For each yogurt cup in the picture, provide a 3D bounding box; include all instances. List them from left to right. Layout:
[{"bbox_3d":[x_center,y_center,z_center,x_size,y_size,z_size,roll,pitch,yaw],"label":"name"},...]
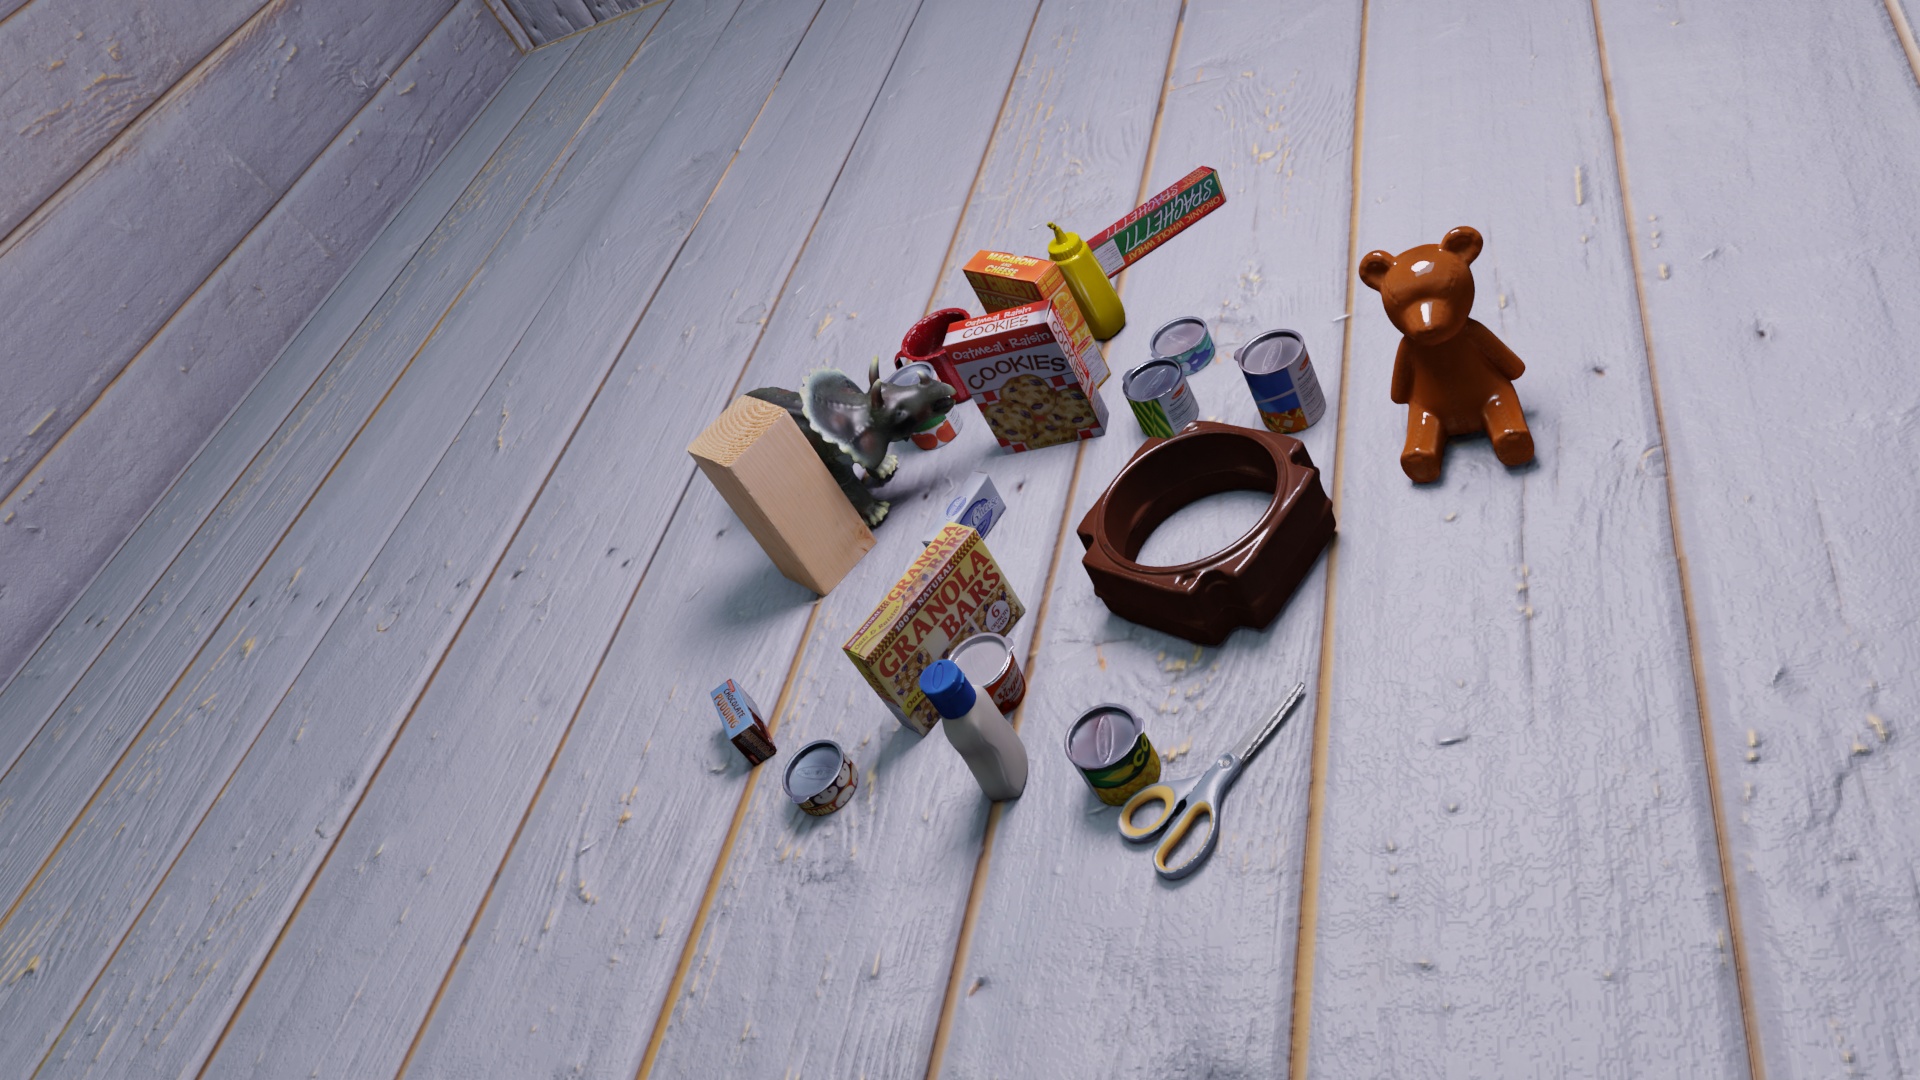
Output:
[{"bbox_3d":[0.026,0.128,1.296,0.072,0.053,0.073,-19,40,17],"label":"yogurt cup"}]

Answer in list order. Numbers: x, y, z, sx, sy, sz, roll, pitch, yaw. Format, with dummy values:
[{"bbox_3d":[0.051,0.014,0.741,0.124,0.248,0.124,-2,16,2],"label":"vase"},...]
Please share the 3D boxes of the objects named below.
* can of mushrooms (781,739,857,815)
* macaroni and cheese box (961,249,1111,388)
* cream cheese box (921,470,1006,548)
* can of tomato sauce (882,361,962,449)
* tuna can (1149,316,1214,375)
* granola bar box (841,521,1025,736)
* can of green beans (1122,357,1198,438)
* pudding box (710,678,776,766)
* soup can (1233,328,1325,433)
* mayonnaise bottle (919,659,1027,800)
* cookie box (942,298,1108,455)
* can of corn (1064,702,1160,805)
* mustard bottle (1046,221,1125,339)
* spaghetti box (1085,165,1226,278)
[{"bbox_3d":[-0.134,0.226,1.314,0.071,0.033,0.071,-19,40,17],"label":"can of mushrooms"},{"bbox_3d":[0.086,-0.248,1.568,0.124,0.166,0.040,22,63,46],"label":"macaroni and cheese box"},{"bbox_3d":[0.005,-0.018,1.467,0.024,0.053,0.104,12,56,42],"label":"cream cheese box"},{"bbox_3d":[-0.045,-0.157,1.626,0.071,0.082,0.071,-19,40,17],"label":"can of tomato sauce"},{"bbox_3d":[0.243,-0.212,1.531,0.071,0.032,0.071,-19,40,17],"label":"tuna can"},{"bbox_3d":[-0.023,0.083,1.320,0.039,0.123,0.166,18,60,45],"label":"granola bar box"},{"bbox_3d":[0.212,-0.150,1.465,0.071,0.057,0.071,-19,40,17],"label":"can of green beans"},{"bbox_3d":[-0.220,0.183,1.406,0.030,0.049,0.084,-35,38,-3],"label":"pudding box"},{"bbox_3d":[0.318,-0.158,1.382,0.071,0.083,0.072,-19,40,17],"label":"soup can"},{"bbox_3d":[0.012,0.160,1.195,0.041,0.147,0.065,-15,41,21],"label":"mayonnaise bottle"},{"bbox_3d":[0.072,-0.174,1.498,0.123,0.166,0.040,-10,44,26],"label":"cookie box"},{"bbox_3d":[0.131,0.179,1.166,0.071,0.058,0.071,-19,40,17],"label":"can of corn"},{"bbox_3d":[0.138,-0.305,1.600,0.049,0.159,0.065,-44,40,-14],"label":"mustard bottle"},{"bbox_3d":[0.213,-0.374,1.712,0.250,0.050,0.029,-34,38,-2],"label":"spaghetti box"}]
